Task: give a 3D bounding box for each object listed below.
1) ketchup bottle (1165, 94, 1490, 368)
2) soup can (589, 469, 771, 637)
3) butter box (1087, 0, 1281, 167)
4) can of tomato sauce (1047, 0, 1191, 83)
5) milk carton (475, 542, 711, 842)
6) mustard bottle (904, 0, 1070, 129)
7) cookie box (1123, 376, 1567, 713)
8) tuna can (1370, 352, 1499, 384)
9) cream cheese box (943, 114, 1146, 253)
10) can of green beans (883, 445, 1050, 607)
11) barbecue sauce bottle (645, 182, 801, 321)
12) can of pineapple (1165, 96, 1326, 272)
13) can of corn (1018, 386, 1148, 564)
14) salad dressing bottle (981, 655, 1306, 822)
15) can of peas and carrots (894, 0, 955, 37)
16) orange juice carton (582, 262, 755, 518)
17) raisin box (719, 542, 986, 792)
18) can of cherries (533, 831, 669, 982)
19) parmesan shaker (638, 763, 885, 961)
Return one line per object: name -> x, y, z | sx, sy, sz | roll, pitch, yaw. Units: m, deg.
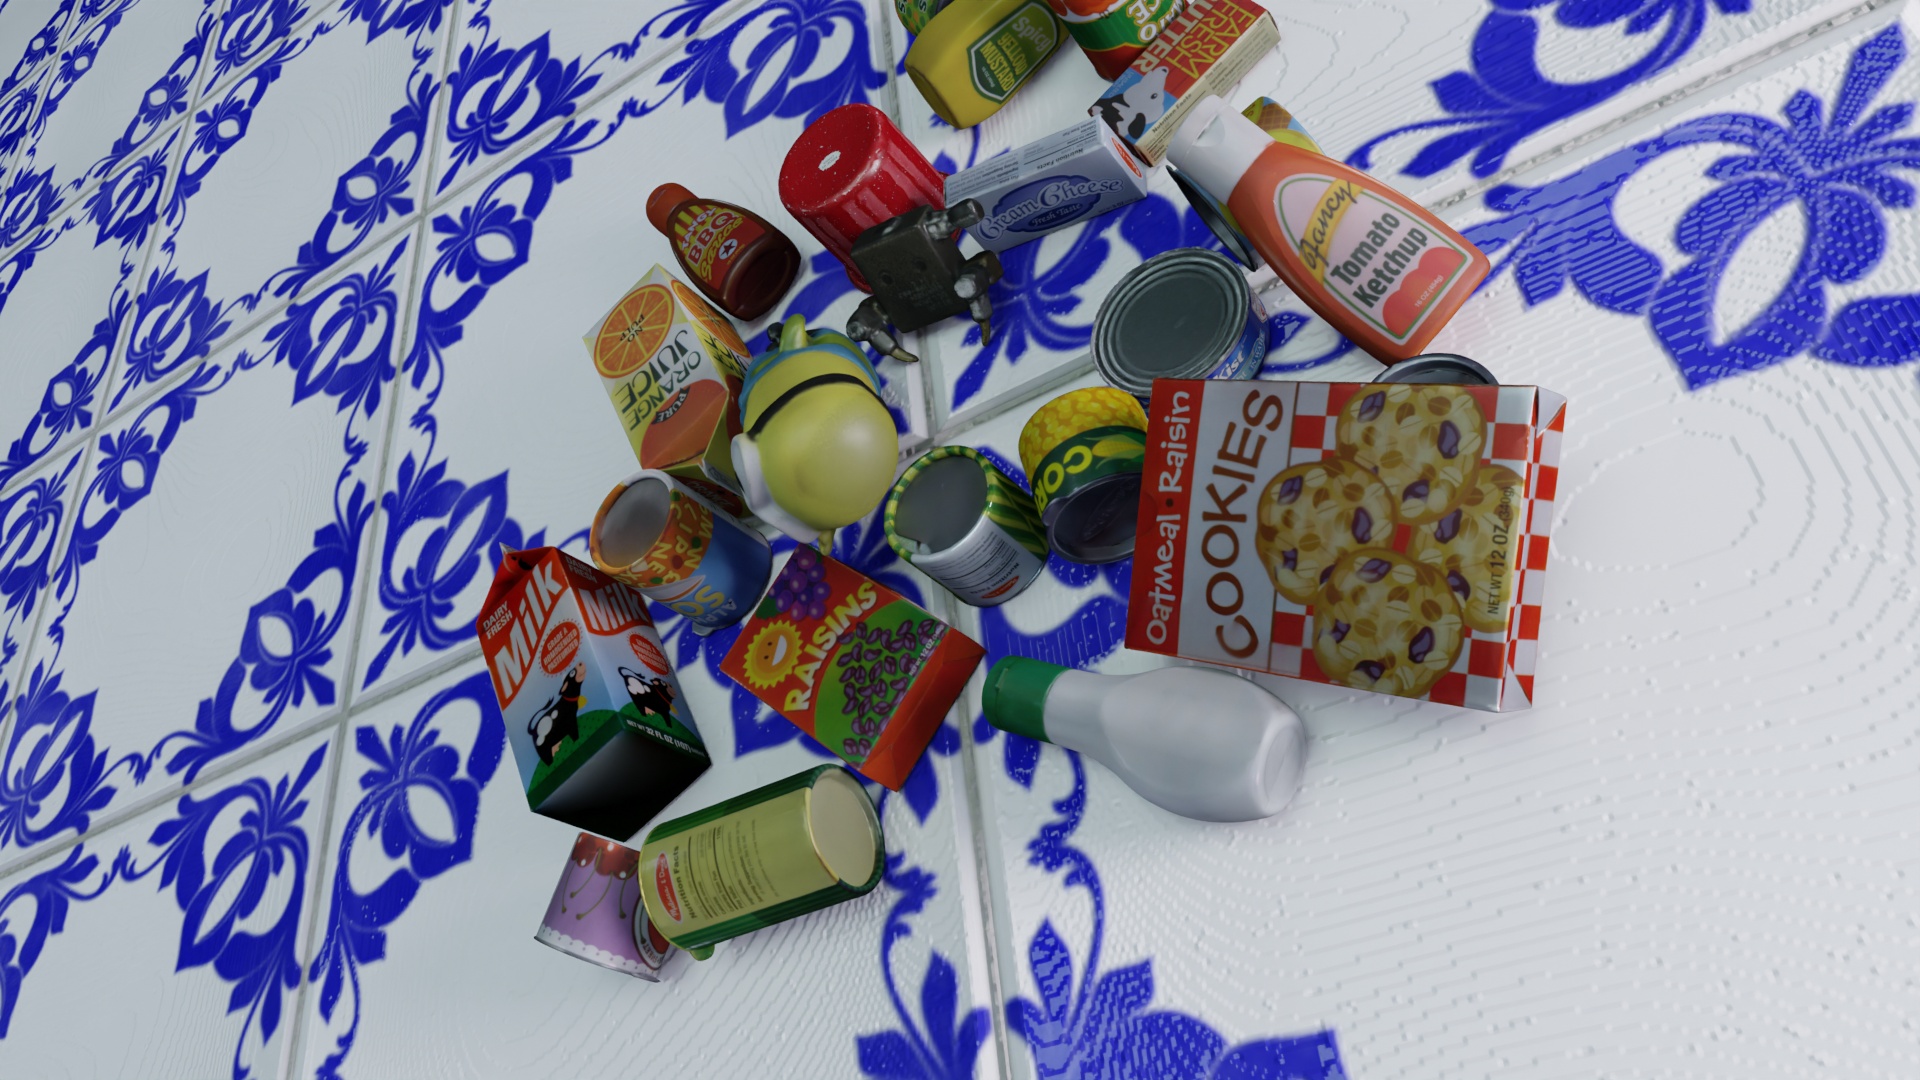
ketchup bottle -> 0.162, -0.145, 0.632 | 0.149, 0.043, 0.064 | 40, 96, 10
soup can -> -0.161, 0.008, 0.796 | 0.071, 0.083, 0.071 | -17, 57, 28
butter box -> 0.126, -0.263, 0.784 | 0.103, 0.024, 0.053 | -45, 49, 7
can of tomato sauce -> 0.089, -0.318, 0.802 | 0.071, 0.083, 0.071 | -17, 56, 28
milk carton -> -0.222, 0.074, 0.810 | 0.073, 0.072, 0.191 | -42, 48, 9
mustard bottle -> 0.040, -0.327, 0.857 | 0.160, 0.065, 0.049 | -43, 50, 2
cookie box -> 0.152, -0.004, 0.575 | 0.167, 0.040, 0.123 | 7, 92, 40
tuna can -> 0.202, -0.043, 0.599 | 0.071, 0.032, 0.071 | -17, 57, 27
cream cheese box -> 0.047, -0.200, 0.785 | 0.103, 0.053, 0.024 | -15, 60, 29
can of green beans -> 0.003, -0.007, 0.704 | 0.071, 0.057, 0.071 | -17, 56, 28
barbecue sauce bottle -> -0.168, -0.204, 0.948 | 0.065, 0.043, 0.149 | -50, 47, 1
can of pineapple -> 0.147, -0.179, 0.691 | 0.058, 0.071, 0.071 | -40, 49, 10
can of corn -> 0.063, -0.032, 0.667 | 0.071, 0.071, 0.058 | -31, 50, 18
salad dressing bottle -> 0.076, 0.081, 0.613 | 0.147, 0.044, 0.064 | 10, 65, 40
can of peas and carrots -> -0.003, -0.347, 0.892 | 0.071, 0.071, 0.059 | -46, 47, 5
orange juice carton -> -0.161, -0.082, 0.854 | 0.073, 0.071, 0.193 | -43, 48, 9
raisin box -> -0.058, 0.062, 0.722 | 0.123, 0.040, 0.086 | 27, 83, 41
can of cherries -> -0.175, 0.189, 0.717 | 0.071, 0.071, 0.058 | 6, 68, 38
parmesan shaker -> -0.095, 0.157, 0.678 | 0.103, 0.071, 0.071 | -23, 54, 23
